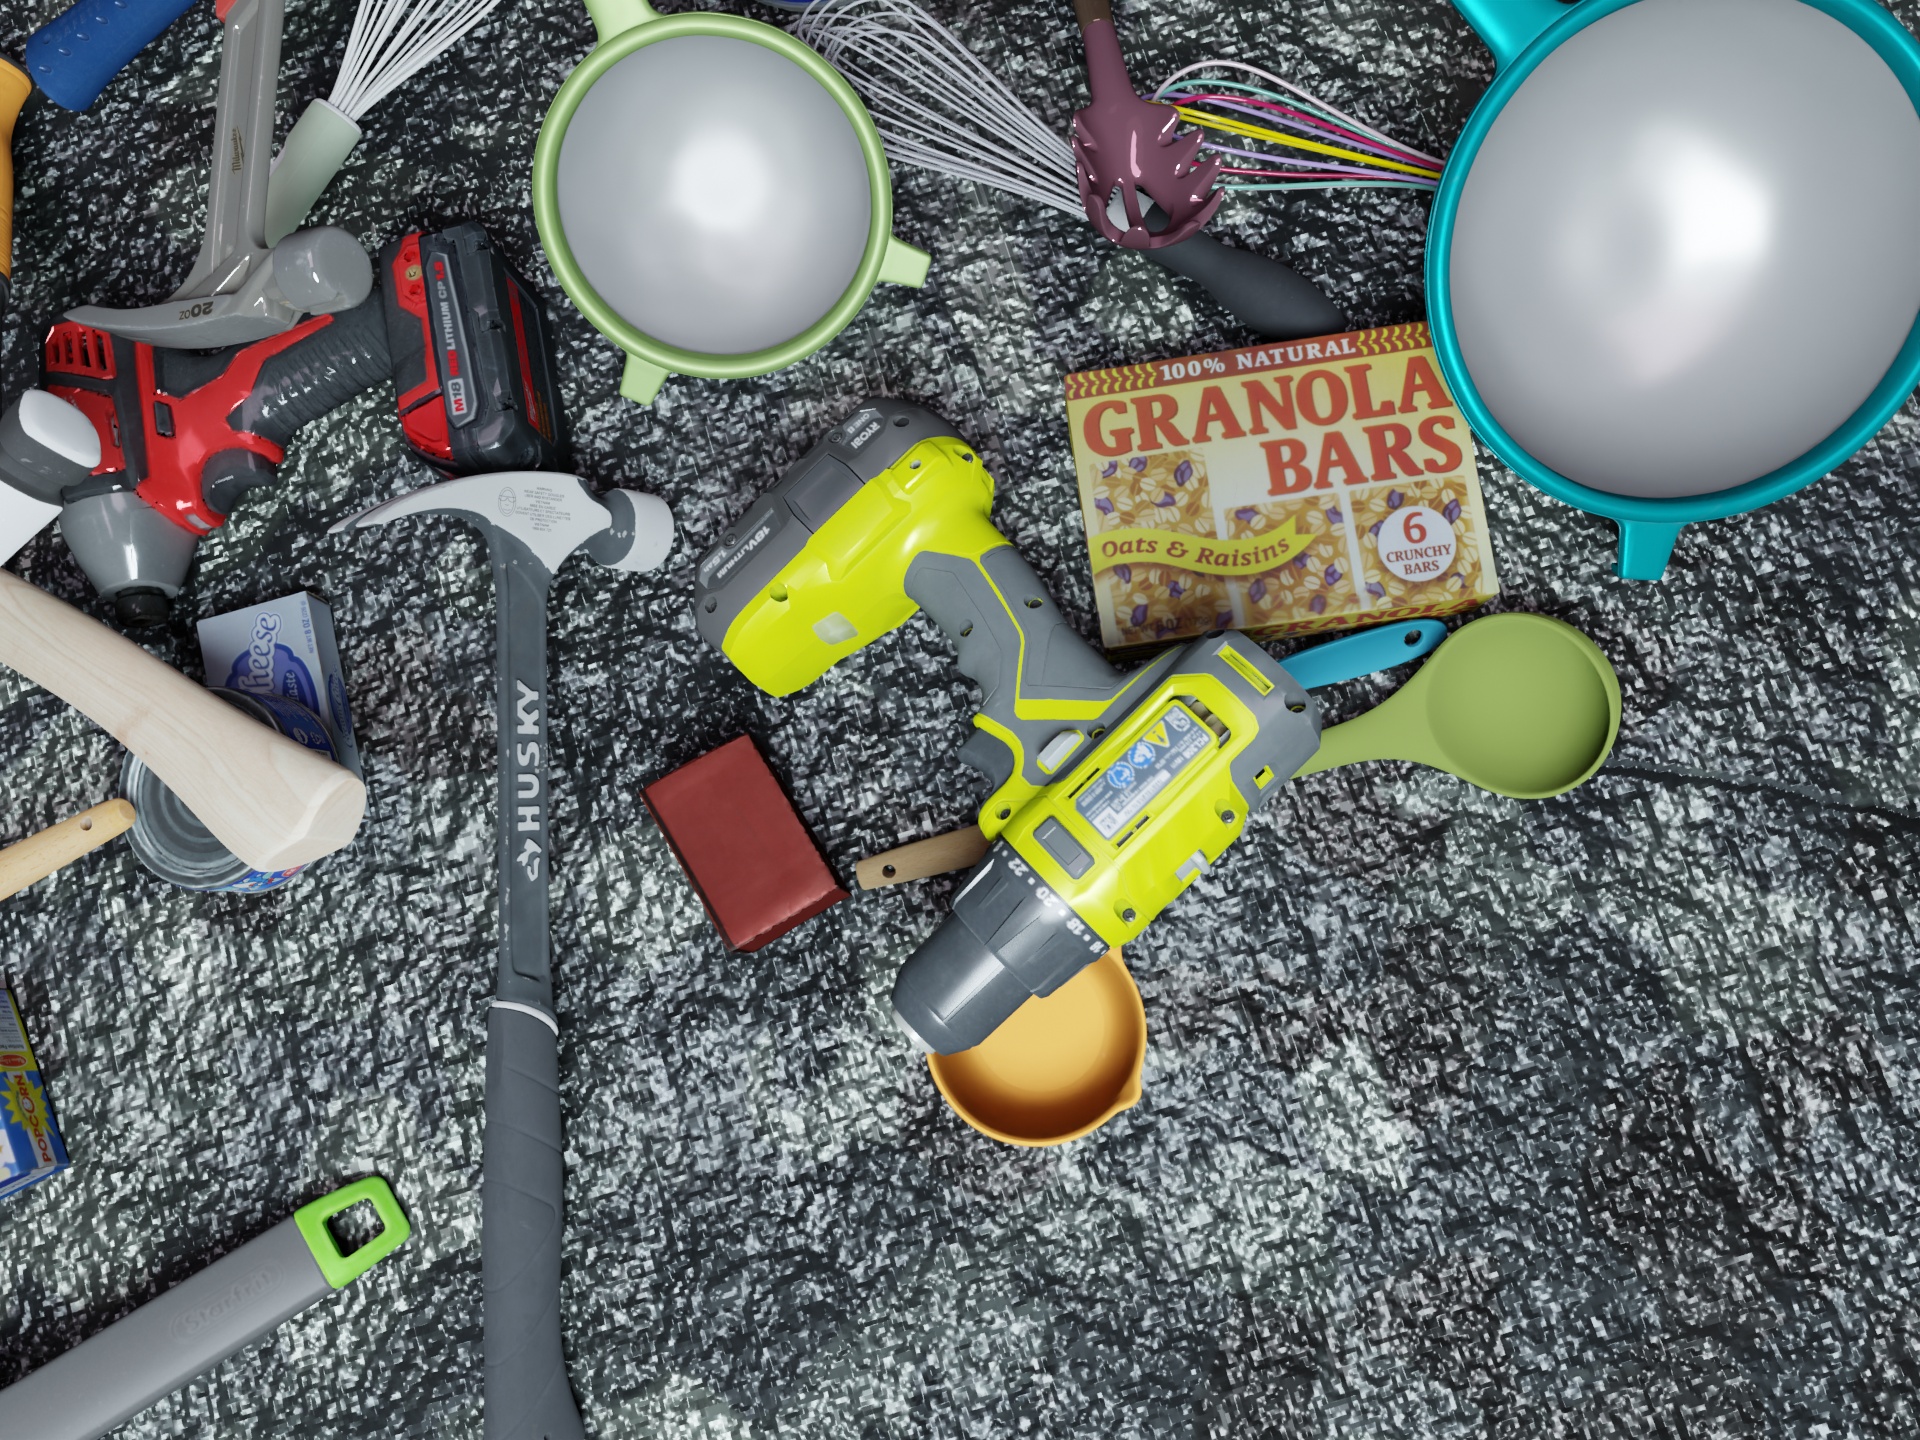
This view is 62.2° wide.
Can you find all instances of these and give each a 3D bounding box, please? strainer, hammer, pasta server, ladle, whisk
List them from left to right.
[{"bbox_3d":[-0.417,-0.180,0.666,0.127,0.034,0.337,-36,53,14],"label":"hammer"},{"bbox_3d":[-0.407,-0.057,0.665,0.411,0.038,0.146,25,90,18],"label":"hammer"},{"bbox_3d":[-0.288,-0.331,0.645,0.149,0.036,0.359,1,85,28],"label":"hammer"},{"bbox_3d":[-0.286,-0.288,0.740,0.059,0.058,0.246,35,87,-22],"label":"whisk"},{"bbox_3d":[-0.260,-0.385,0.677,0.405,0.035,0.144,-22,74,24],"label":"hammer"},{"bbox_3d":[-0.179,0.100,0.639,0.036,0.149,0.409,-4,85,38],"label":"hammer"},{"bbox_3d":[-0.126,-0.274,0.673,0.151,0.069,0.256,-22,117,8],"label":"strainer"},{"bbox_3d":[0.047,-0.242,0.711,0.284,0.070,0.070,31,83,3],"label":"whisk"},{"bbox_3d":[0.058,-0.331,0.704,0.060,0.040,0.316,-6,68,-7],"label":"pasta server"},{"bbox_3d":[0.110,0.026,0.659,0.320,0.062,0.078,-15,95,3],"label":"ladle"},{"bbox_3d":[0.193,-0.246,0.708,0.245,0.047,0.051,14,80,2],"label":"whisk"},{"bbox_3d":[0.242,-0.237,0.643,0.211,0.095,0.340,-42,101,10],"label":"strainer"}]

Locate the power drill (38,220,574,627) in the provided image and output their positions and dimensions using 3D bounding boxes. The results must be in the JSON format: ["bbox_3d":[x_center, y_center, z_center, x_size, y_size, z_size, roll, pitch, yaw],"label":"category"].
[{"bbox_3d":[-0.292,-0.127,0.698,0.219,0.078,0.143,-12,78,4],"label":"power drill"}]

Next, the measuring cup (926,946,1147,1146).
[{"bbox_3d":[0.053,0.090,0.650,0.095,0.052,0.173,32,84,8],"label":"measuring cup"}]

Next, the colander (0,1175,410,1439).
[{"bbox_3d":[-0.405,0.307,0.631,0.397,0.094,0.204,-30,79,-20],"label":"colander"}]

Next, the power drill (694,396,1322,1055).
[{"bbox_3d":[-0.001,-0.002,0.627,0.190,0.080,0.229,-44,65,-1],"label":"power drill"}]

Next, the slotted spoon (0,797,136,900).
[{"bbox_3d":[-0.476,0.105,0.667,0.314,0.031,0.070,-26,80,9],"label":"slotted spoon"}]

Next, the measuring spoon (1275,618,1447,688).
[{"bbox_3d":[0.144,-0.026,0.681,0.128,0.021,0.042,-15,123,-3],"label":"measuring spoon"}]
